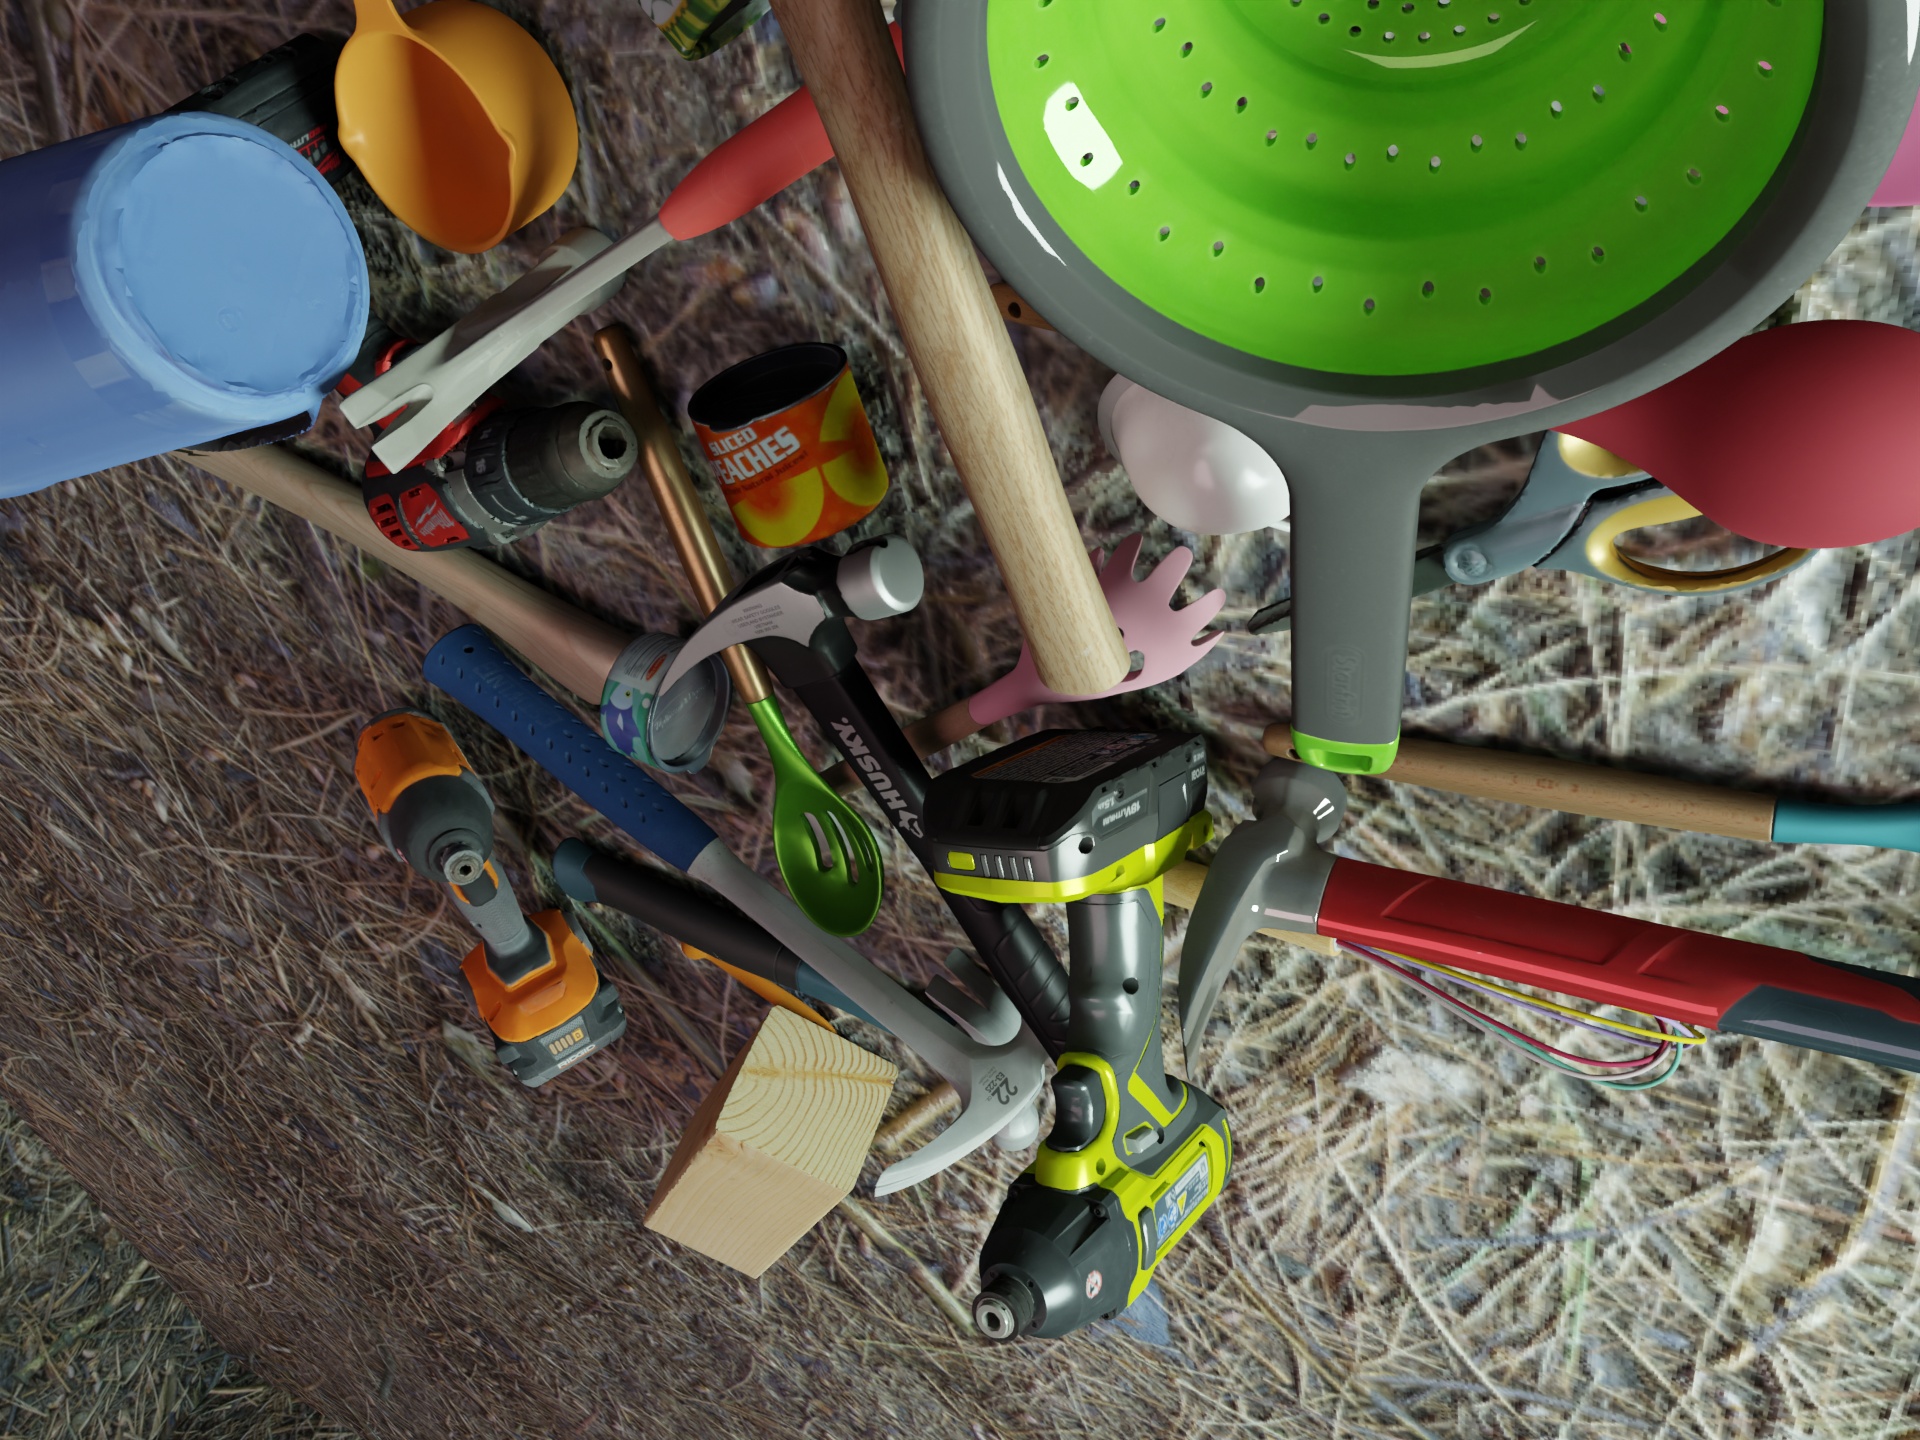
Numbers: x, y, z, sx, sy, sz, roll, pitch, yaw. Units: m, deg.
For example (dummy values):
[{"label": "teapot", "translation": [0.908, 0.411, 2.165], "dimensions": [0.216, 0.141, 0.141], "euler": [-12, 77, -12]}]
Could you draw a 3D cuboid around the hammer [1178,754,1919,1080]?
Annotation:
[{"label": "hammer", "translation": [0.268, 0.103, 0.537], "dimensions": [0.386, 0.143, 0.038], "euler": [11, 137, 24]}]

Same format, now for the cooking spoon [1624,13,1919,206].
[{"label": "cooking spoon", "translation": [0.120, -0.215, 0.389], "dimensions": [0.319, 0.017, 0.068], "euler": [27, 134, -2]}]

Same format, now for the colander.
[{"label": "colander", "translation": [0.111, -0.119, 0.423], "dimensions": [0.204, 0.095, 0.396], "euler": [8, 149, 17]}]

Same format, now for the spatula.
[{"label": "spatula", "translation": [0.250, 0.036, 0.547], "dimensions": [0.318, 0.044, 0.082], "euler": [10, 136, 32]}]

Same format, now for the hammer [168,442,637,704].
[{"label": "hammer", "translation": [-0.345, -0.126, 0.861], "dimensions": [0.411, 0.038, 0.146], "euler": [28, 138, 13]}]

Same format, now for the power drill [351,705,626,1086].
[{"label": "power drill", "translation": [-0.288, 0.114, 0.973], "dimensions": [0.164, 0.084, 0.226], "euler": [38, 153, 52]}]

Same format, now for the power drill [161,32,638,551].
[{"label": "power drill", "translation": [-0.252, -0.175, 0.703], "dimensions": [0.188, 0.080, 0.226], "euler": [-2, 130, 45]}]

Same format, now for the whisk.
[{"label": "whisk", "translation": [0.181, 0.096, 0.665], "dimensions": [0.245, 0.047, 0.051], "euler": [15, 124, 33]}]

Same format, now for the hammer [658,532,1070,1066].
[{"label": "hammer", "translation": [-0.005, 0.069, 0.727], "dimensions": [0.146, 0.035, 0.334], "euler": [-13, 121, 38]}]

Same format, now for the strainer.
[{"label": "strainer", "translation": [0.048, -0.126, 0.487], "dimensions": [0.087, 0.050, 0.258], "euler": [-5, 140, 41]}]

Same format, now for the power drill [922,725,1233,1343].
[{"label": "power drill", "translation": [0.050, 0.124, 0.644], "dimensions": [0.080, 0.171, 0.223], "euler": [1, 102, 33]}]

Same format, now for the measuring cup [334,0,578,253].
[{"label": "measuring cup", "translation": [-0.200, -0.268, 0.599], "dimensions": [0.095, 0.052, 0.173], "euler": [13, 132, 29]}]

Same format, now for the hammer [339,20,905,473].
[{"label": "hammer", "translation": [-0.061, -0.185, 0.519], "dimensions": [0.359, 0.149, 0.036], "euler": [-17, 119, 39]}]

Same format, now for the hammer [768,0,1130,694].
[{"label": "hammer", "translation": [-0.009, -0.126, 0.467], "dimensions": [0.130, 0.031, 0.331], "euler": [9, 143, 31]}]

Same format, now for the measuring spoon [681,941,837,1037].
[{"label": "measuring spoon", "translation": [-0.128, 0.168, 0.993], "dimensions": [0.117, 0.011, 0.021], "euler": [31, 140, 10]}]

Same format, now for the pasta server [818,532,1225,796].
[{"label": "pasta server", "translation": [-0.001, -0.002, 0.722], "dimensions": [0.060, 0.040, 0.316], "euler": [48, 144, -11]}]

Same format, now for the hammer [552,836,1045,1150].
[{"label": "hammer", "translation": [-0.102, 0.144, 0.933], "dimensions": [0.331, 0.033, 0.128], "euler": [20, 138, 22]}]

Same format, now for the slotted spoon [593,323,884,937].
[{"label": "slotted spoon", "translation": [-0.102, -0.034, 0.746], "dimensions": [0.070, 0.031, 0.313], "euler": [-2, 119, 38]}]

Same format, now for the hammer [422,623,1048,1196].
[{"label": "hammer", "translation": [-0.131, 0.081, 0.839], "dimensions": [0.406, 0.144, 0.035], "euler": [36, 150, 14]}]

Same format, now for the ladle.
[{"label": "ladle", "translation": [0.138, -0.108, 0.493], "dimensions": [0.316, 0.031, 0.069], "euler": [20, 134, 31]}]
